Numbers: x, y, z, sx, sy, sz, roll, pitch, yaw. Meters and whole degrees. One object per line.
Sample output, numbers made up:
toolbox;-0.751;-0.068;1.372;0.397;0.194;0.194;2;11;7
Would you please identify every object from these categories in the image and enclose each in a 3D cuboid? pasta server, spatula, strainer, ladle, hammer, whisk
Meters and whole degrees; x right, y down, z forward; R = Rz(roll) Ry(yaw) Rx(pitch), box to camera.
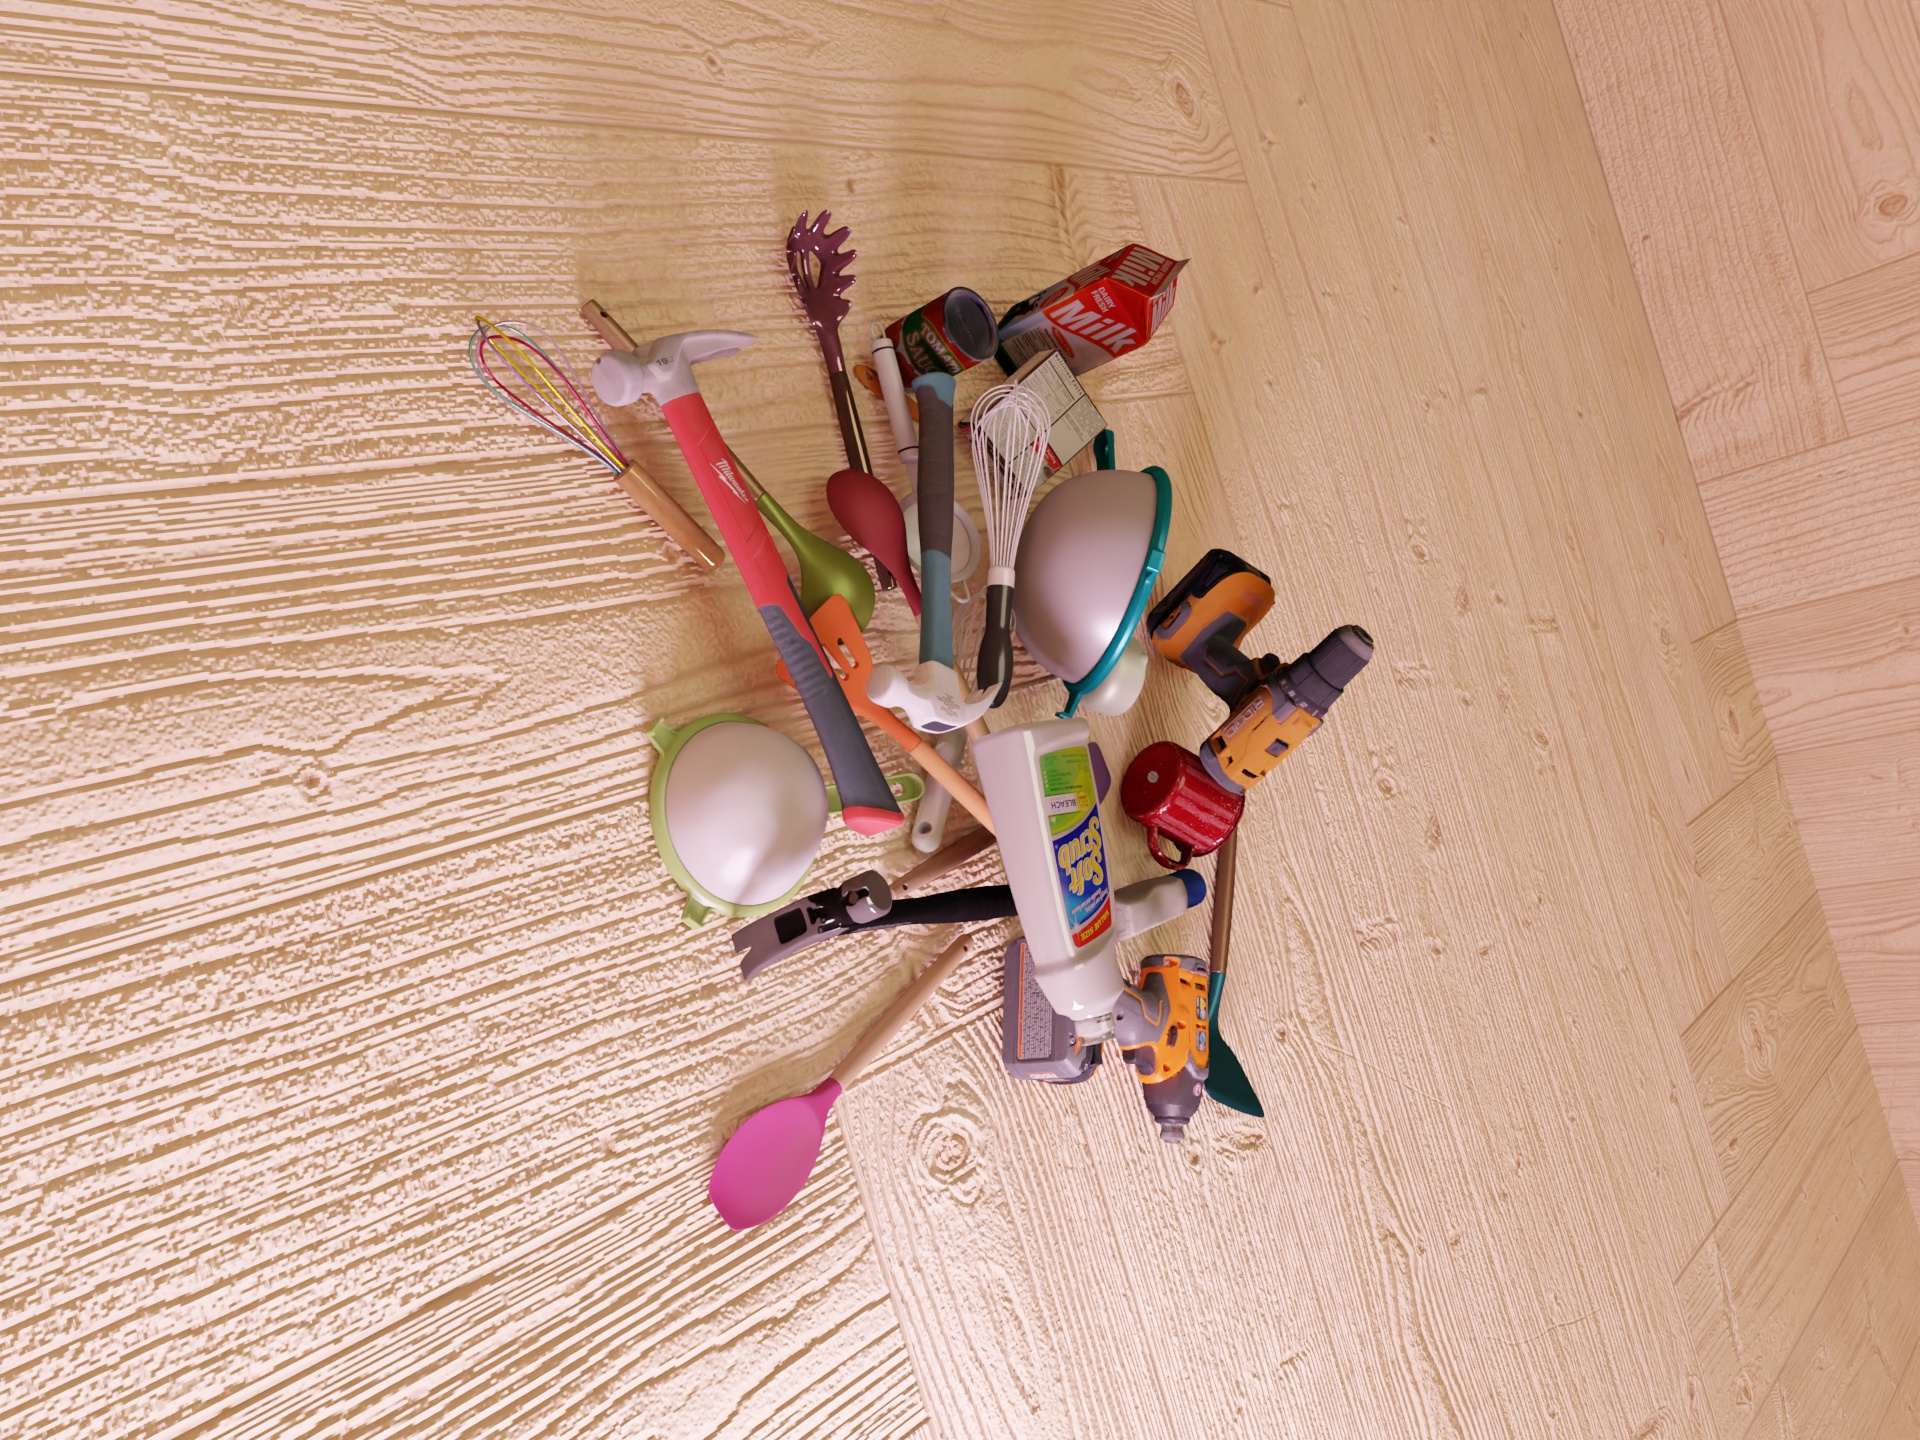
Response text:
pasta server;-0.091;-0.263;1.316;0.060;0.040;0.316;-12;88;-35
spatula;0.040;0.090;1.357;0.316;0.018;0.060;-26;97;-47
strainer;-0.041;-0.216;1.347;0.087;0.050;0.258;-10;82;-36
ladle;-0.021;-0.063;1.287;0.069;0.031;0.315;-31;98;-45
spatula;-0.016;0.035;1.256;0.322;0.041;0.081;44;72;-19
hammer;-0.020;-0.143;1.275;0.128;0.033;0.331;27;53;-44
whisk;-0.002;-0.004;1.324;0.059;0.058;0.246;62;38;-59
spatula;0.258;0.217;1.523;0.082;0.044;0.318;27;59;-34
strainer;0.100;-0.177;1.427;0.095;0.211;0.341;18;40;-12
hammer;-0.030;0.146;1.213;0.334;0.146;0.035;4;64;-57
whisk;-0.253;-0.192;1.126;0.244;0.047;0.051;47;48;-30
ladle;-0.178;-0.185;1.210;0.320;0.062;0.078;48;48;-15
whisk;0.036;-0.149;1.329;0.070;0.070;0.285;14;75;-43
hammer;-0.127;-0.099;1.156;0.143;0.038;0.386;-29;95;-48
strainer;-0.106;0.058;1.179;0.256;0.069;0.151;-7;83;-45

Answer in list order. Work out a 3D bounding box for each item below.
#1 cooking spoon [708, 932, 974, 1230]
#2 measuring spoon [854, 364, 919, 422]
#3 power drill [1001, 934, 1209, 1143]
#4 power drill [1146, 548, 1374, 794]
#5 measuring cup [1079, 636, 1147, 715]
cooking spoon;-0.079;0.256;1.185;0.319;0.017;0.068;-42;109;-43
measuring spoon;-0.047;-0.278;1.384;0.116;0.011;0.021;29;59;-37
power drill;0.135;0.270;1.356;0.226;0.084;0.164;21;64;-44
power drill;0.276;-0.065;1.473;0.084;0.185;0.226;26;29;-32
measuring cup;0.126;-0.085;1.467;0.038;0.083;0.168;10;61;-32
